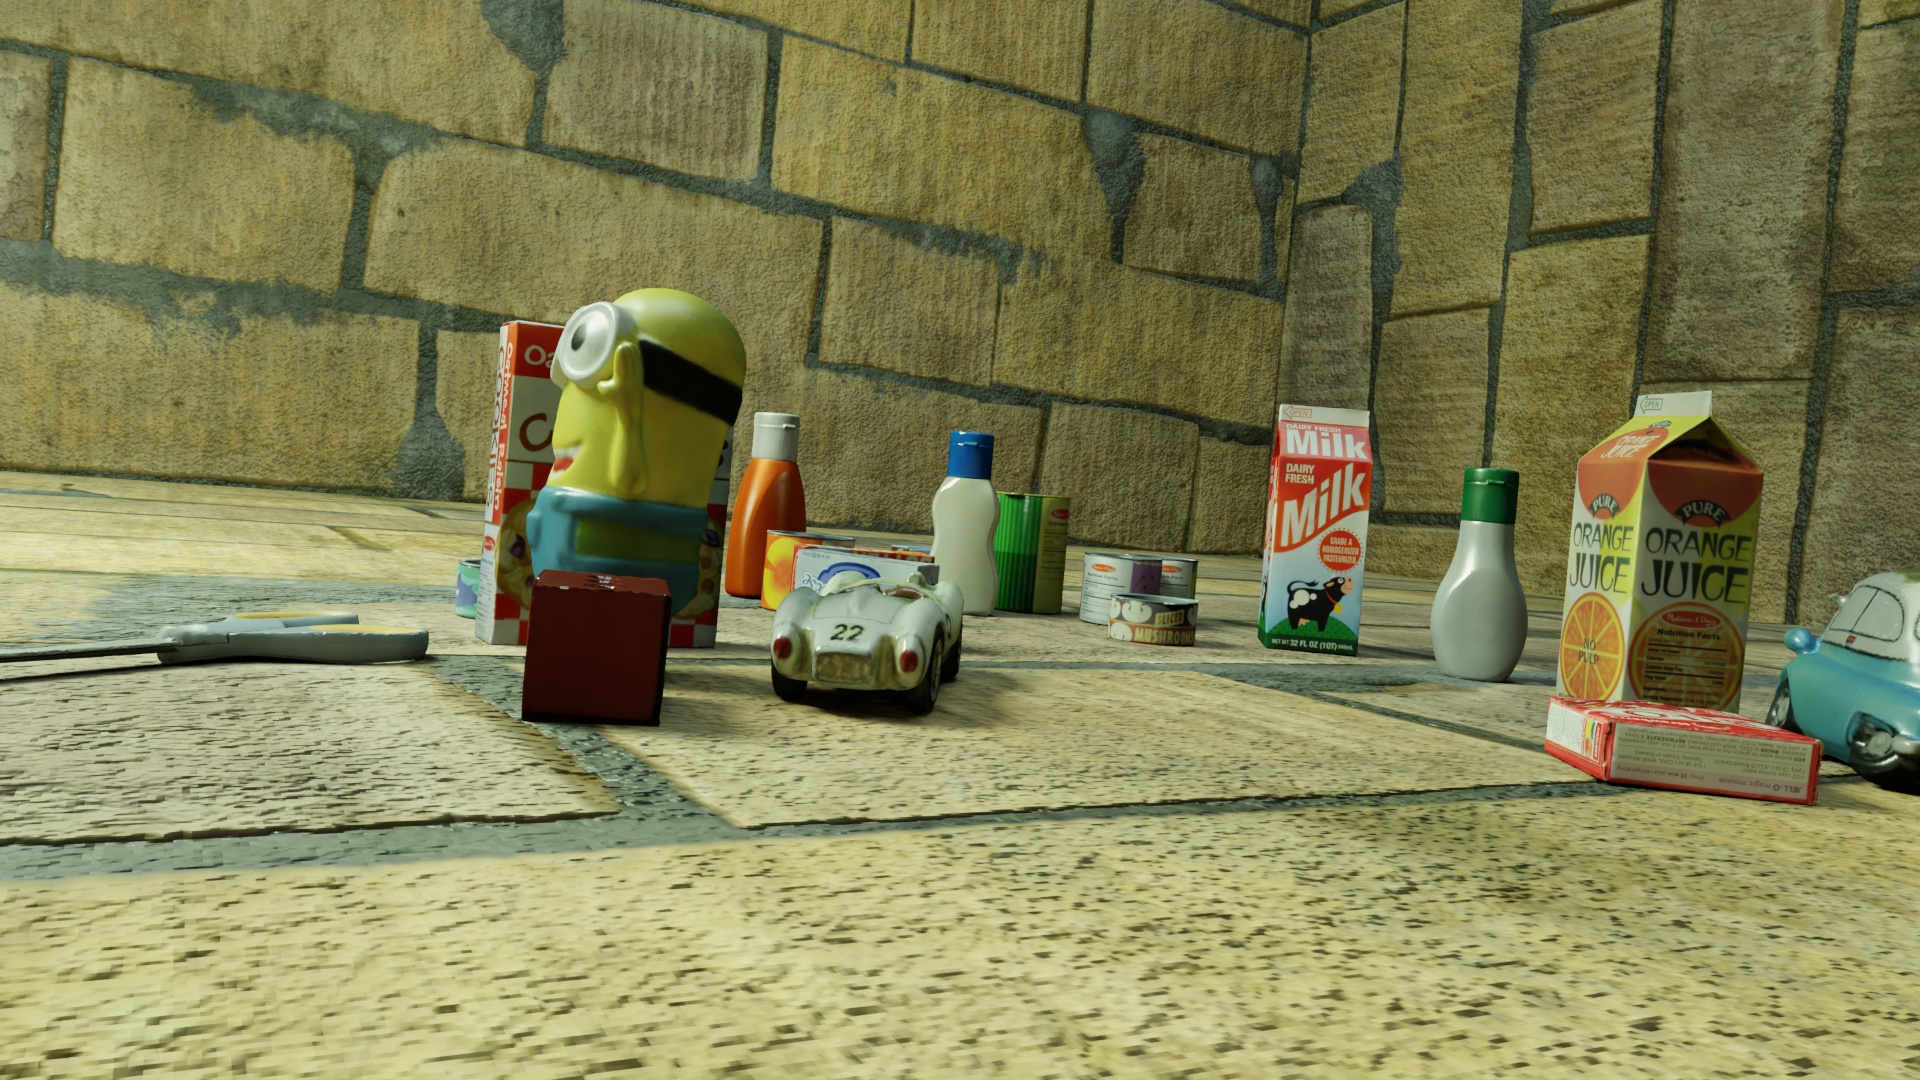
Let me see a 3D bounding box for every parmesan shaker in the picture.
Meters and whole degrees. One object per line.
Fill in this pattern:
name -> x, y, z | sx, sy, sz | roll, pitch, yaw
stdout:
parmesan shaker -> 0.058, 0.010, 1.216 | 0.071, 0.103, 0.071 | 5, 1, 0

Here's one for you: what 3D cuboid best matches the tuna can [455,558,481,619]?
tuna can -> -0.270, 0.030, 0.834 | 0.071, 0.033, 0.071 | 5, 2, 0

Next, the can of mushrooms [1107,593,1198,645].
can of mushrooms -> 0.145, 0.059, 1.040 | 0.071, 0.033, 0.071 | 5, 2, 0

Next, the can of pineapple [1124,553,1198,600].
can of pineapple -> 0.176, 0.043, 1.237 | 0.071, 0.058, 0.071 | 5, 2, 0

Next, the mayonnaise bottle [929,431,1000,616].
mayonnaise bottle -> 0.004, -0.014, 1.136 | 0.065, 0.148, 0.041 | 5, 1, 3

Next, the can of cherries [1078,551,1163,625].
can of cherries -> 0.136, 0.041, 1.166 | 0.071, 0.058, 0.071 | 5, 2, 0

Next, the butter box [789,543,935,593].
butter box -> -0.070, 0.032, 0.988 | 0.104, 0.053, 0.024 | 4, 2, -29

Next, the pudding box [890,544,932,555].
pudding box -> -0.021, 0.031, 1.203 | 0.084, 0.049, 0.030 | 4, 2, -36

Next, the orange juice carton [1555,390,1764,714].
orange juice carton -> 0.404, 0.010, 0.805 | 0.073, 0.192, 0.072 | 5, 1, -5

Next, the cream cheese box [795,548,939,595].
cream cheese box -> -0.061, 0.036, 0.879 | 0.104, 0.053, 0.024 | 6, 2, 38

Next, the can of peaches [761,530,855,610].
can of peaches -> -0.115, 0.024, 1.035 | 0.071, 0.058, 0.071 | 5, 2, 0

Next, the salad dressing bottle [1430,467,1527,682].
salad dressing bottle -> 0.367, 0.023, 0.975 | 0.064, 0.147, 0.044 | 5, 1, 10

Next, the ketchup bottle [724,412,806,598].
ketchup bottle -> -0.152, -0.028, 1.117 | 0.065, 0.148, 0.043 | 4, 2, -42

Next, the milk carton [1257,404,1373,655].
milk carton -> 0.279, -0.010, 1.092 | 0.072, 0.190, 0.073 | 5, 1, 7

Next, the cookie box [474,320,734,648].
cookie box -> -0.190, -0.028, 0.751 | 0.123, 0.167, 0.040 | 4, 2, -32
